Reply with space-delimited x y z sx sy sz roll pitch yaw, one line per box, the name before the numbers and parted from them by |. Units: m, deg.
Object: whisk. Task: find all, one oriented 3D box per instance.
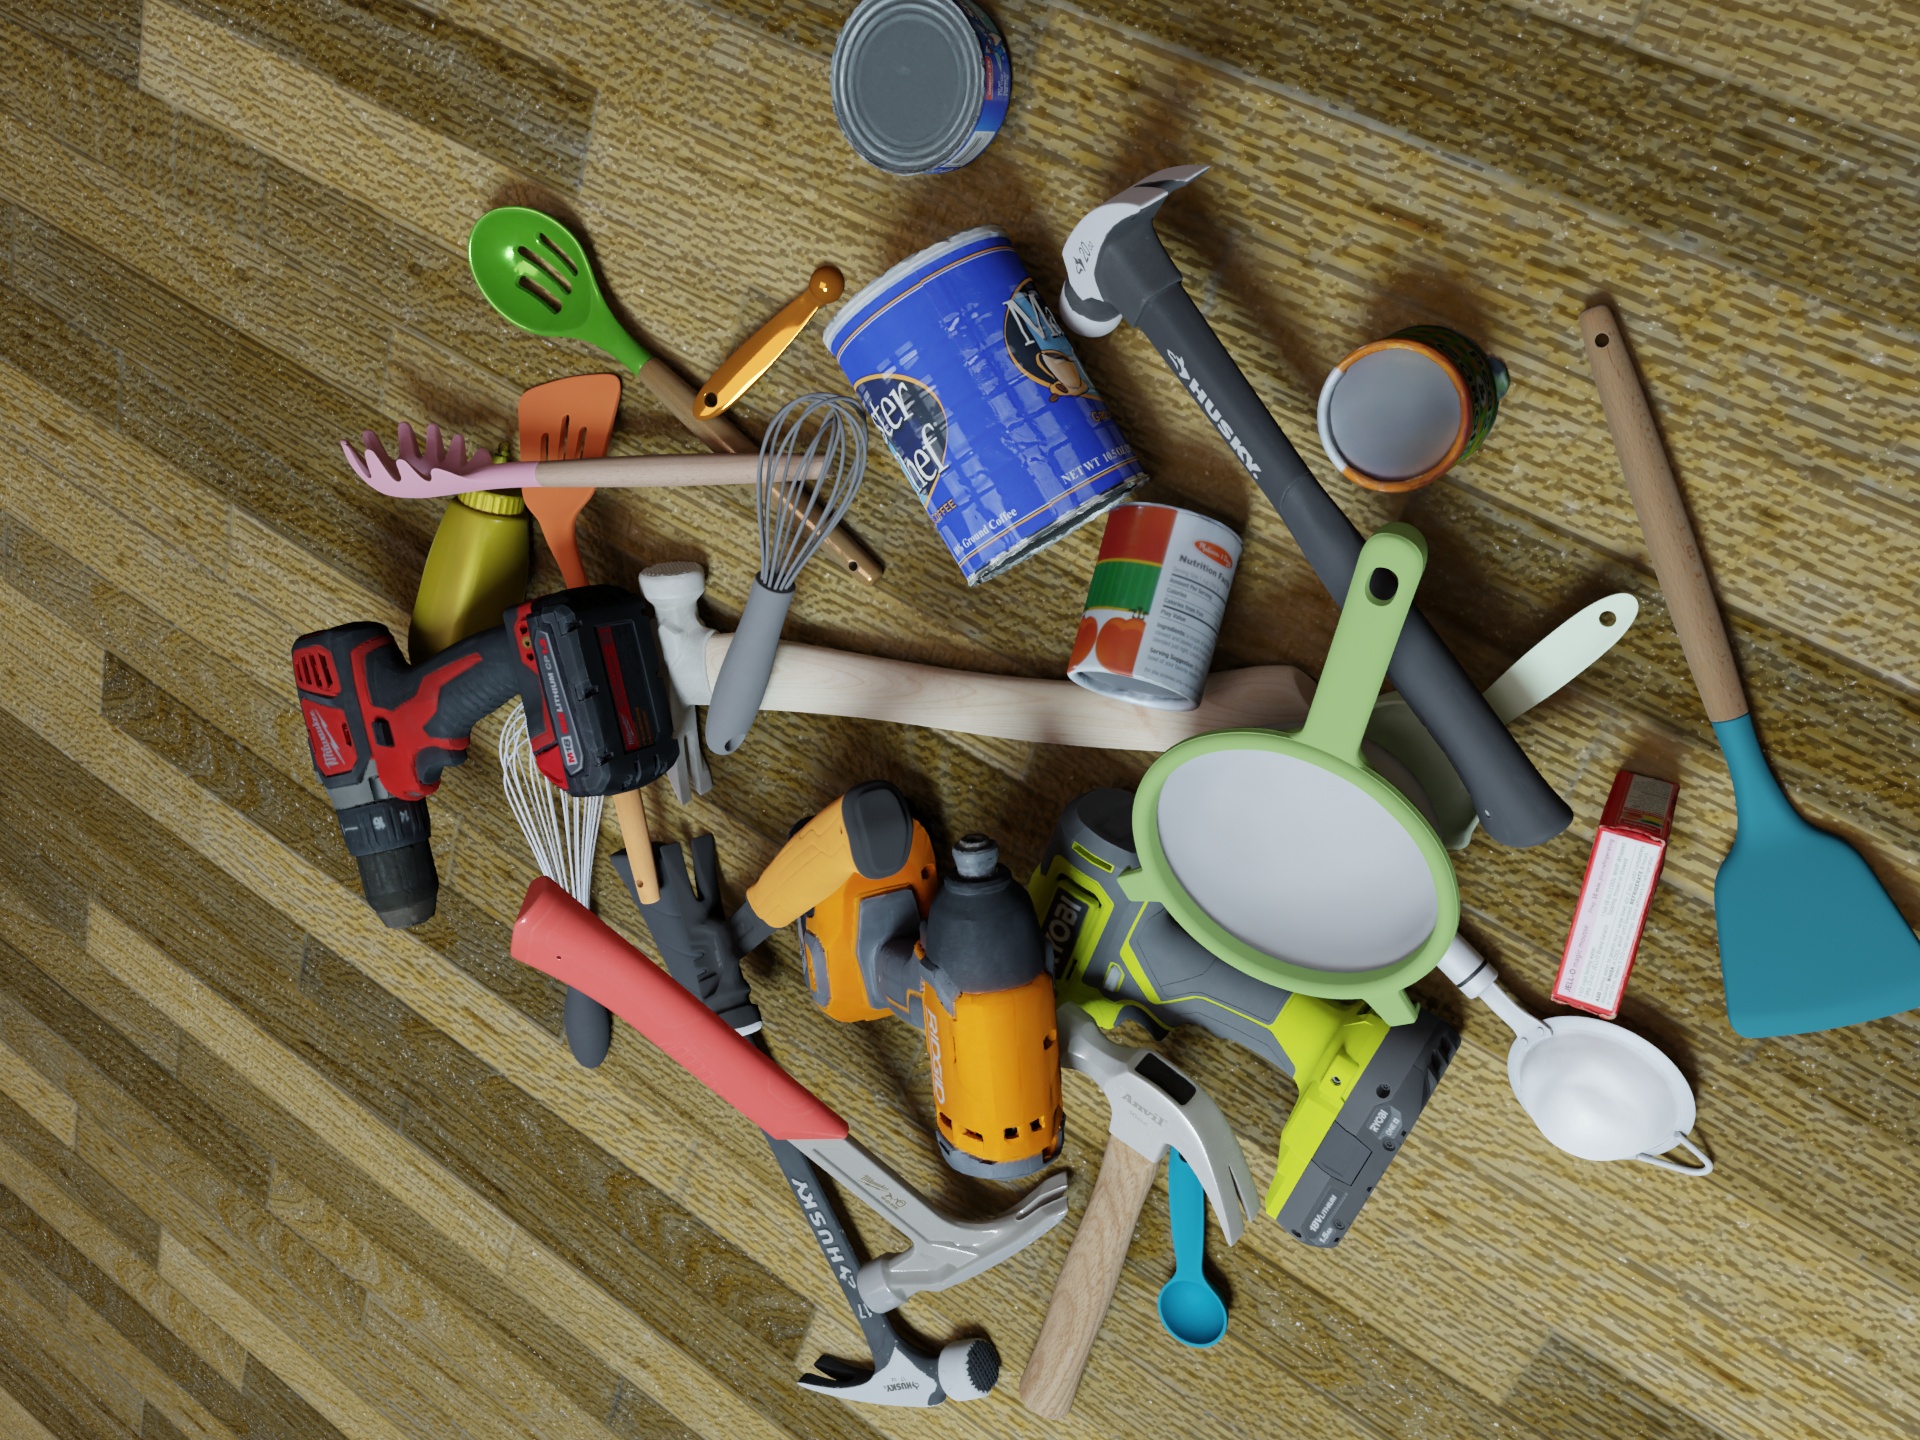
whisk | -0.101 -0.072 0.848 0.055 0.055 0.238 34 126 16
whisk | -0.255 0.110 1.046 0.070 0.070 0.284 12 118 26

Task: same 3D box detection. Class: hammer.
hammer | 0.077 0.298 0.880 0.130 0.031 0.331 32 135 24
hammer | -0.098 0.086 0.848 0.337 0.034 0.127 -41 64 61
hammer | -0.001 -0.003 0.868 0.411 0.038 0.146 7 111 28
hammer | 0.154 -0.089 0.687 0.035 0.146 0.335 -34 85 -9
hammer | -0.101 0.204 0.886 0.149 0.037 0.358 -35 115 20
hammer | -0.123 0.263 1.031 0.149 0.036 0.409 -25 93 35

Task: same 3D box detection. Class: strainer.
strainer | 0.254 0.133 0.767 0.258 0.050 0.086 47 138 12
strainer | 0.163 0.011 0.687 0.151 0.069 0.256 25 135 19

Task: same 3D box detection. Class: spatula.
spatula | 0.319 -0.024 0.671 0.082 0.044 0.317 -19 95 26
spatula | -0.216 -0.045 0.968 0.081 0.041 0.322 -3 104 29

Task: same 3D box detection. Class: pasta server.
pasta server | -0.217 -0.149 0.907 0.316 0.060 0.040 2 115 22

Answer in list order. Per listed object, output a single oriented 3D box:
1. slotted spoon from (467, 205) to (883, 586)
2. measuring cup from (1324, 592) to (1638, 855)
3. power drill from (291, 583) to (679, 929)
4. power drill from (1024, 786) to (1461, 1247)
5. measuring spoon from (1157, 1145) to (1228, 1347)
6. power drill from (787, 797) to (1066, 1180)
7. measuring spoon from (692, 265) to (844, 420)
slotted spoon | -0.161 -0.182 0.904 0.314 0.031 0.070 43 120 9
measuring cup | 0.241 -0.005 0.727 0.083 0.038 0.167 49 121 7
power drill | -0.284 0.021 0.936 0.227 0.080 0.188 -10 95 22
power drill | 0.121 0.166 0.832 0.229 0.080 0.190 32 124 20
measuring spoon | 0.134 0.293 0.907 0.042 0.021 0.128 1 98 29
power drill | -0.019 0.113 0.823 0.227 0.084 0.164 -150 52 -62
measuring spoon | -0.107 -0.203 0.861 0.117 0.011 0.021 -39 86 22
